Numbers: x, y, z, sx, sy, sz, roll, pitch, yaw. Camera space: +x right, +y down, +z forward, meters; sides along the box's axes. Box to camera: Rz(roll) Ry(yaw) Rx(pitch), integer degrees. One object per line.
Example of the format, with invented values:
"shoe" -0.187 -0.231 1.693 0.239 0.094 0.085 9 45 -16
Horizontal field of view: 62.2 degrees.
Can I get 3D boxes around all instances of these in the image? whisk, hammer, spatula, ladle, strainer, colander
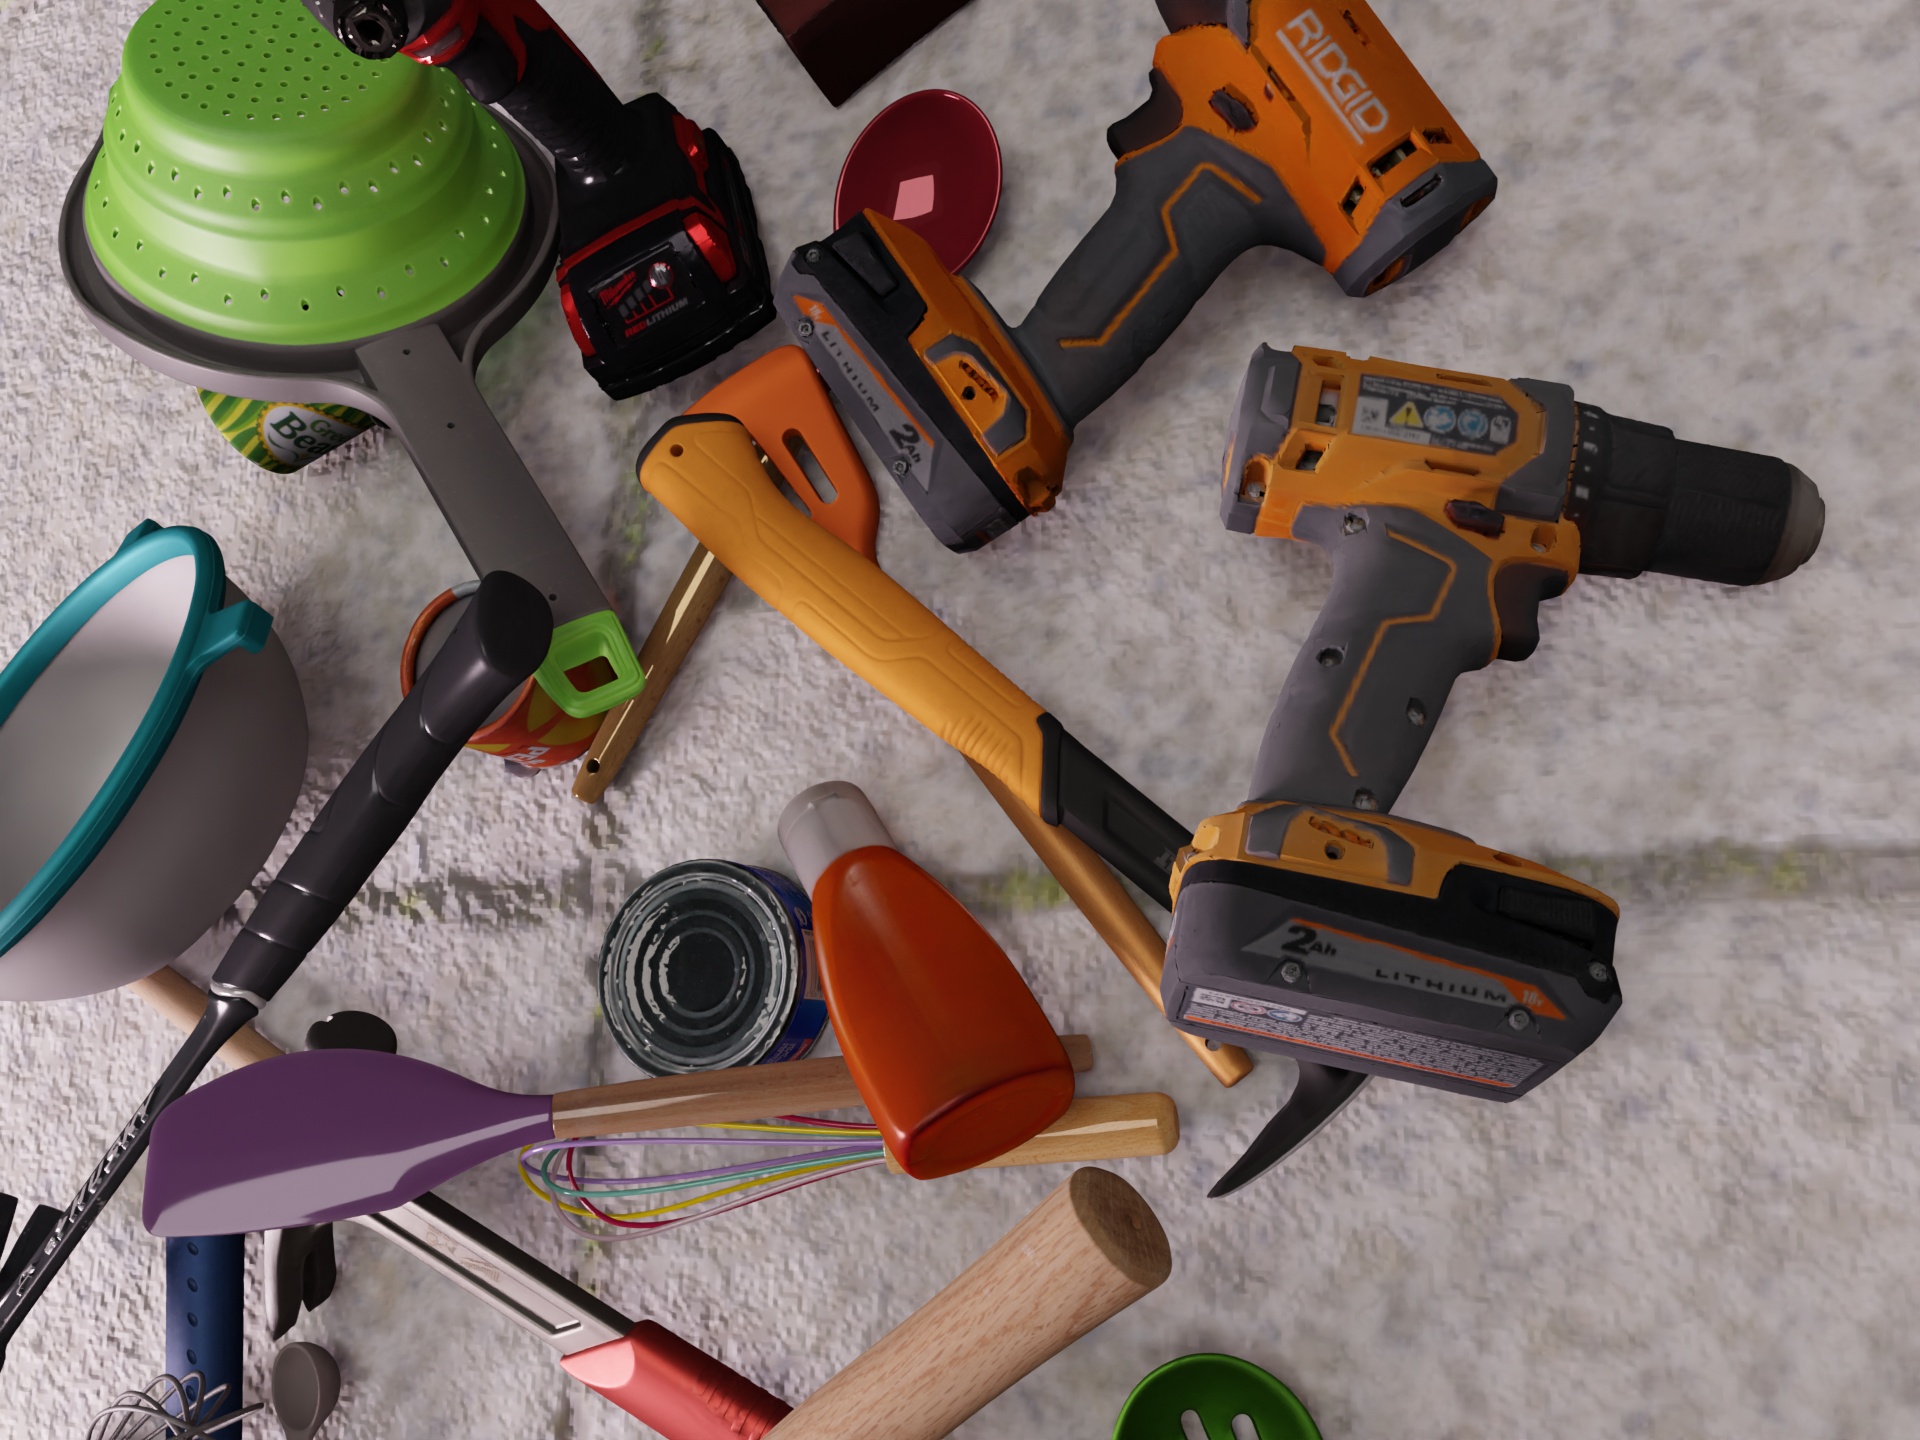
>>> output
"whisk" -0.044 0.153 0.566 0.245 0.051 0.047 -8 95 13
"whisk" -0.315 0.276 0.586 0.239 0.055 0.055 -31 67 41
"hammer" -0.274 0.112 0.587 0.409 0.036 0.149 -51 31 12
"spatula" -0.001 -0.002 0.580 0.081 0.041 0.323 -38 70 -1
"hammer" -0.276 0.354 0.587 0.144 0.035 0.406 -24 66 38
"hammer" -0.053 0.238 0.488 0.130 0.031 0.331 46 118 6
"ladle" -0.074 -0.105 0.636 0.069 0.031 0.315 30 91 16
"strainer" -0.370 0.085 0.642 0.211 0.095 0.340 24 79 49
"colander" -0.226 -0.174 0.617 0.204 0.094 0.397 -26 66 -22
"hammer" -0.095 0.240 0.548 0.359 0.037 0.149 25 117 16
"spatula" -0.111 0.129 0.538 0.316 0.018 0.060 -5 60 -5
"hammer" 0.007 0.008 0.548 0.337 0.034 0.127 40 83 15

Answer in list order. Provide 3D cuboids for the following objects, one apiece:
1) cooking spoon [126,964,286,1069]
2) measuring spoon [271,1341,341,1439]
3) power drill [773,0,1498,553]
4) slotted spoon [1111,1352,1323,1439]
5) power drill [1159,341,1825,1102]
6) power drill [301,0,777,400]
"cooking spoon" -0.373 0.101 0.701 0.319 0.017 0.069 26 87 23
"measuring spoon" -0.249 0.304 0.618 0.034 0.018 0.124 -12 81 36
"power drill" 0.049 -0.182 0.565 0.226 0.084 0.164 -35 86 7
"slotted spoon" 0.127 0.343 0.468 0.070 0.031 0.314 -22 73 -6
"power drill" 0.161 -0.006 0.482 0.185 0.084 0.226 11 66 7
"power drill" -0.158 -0.226 0.576 0.078 0.219 0.143 -25 54 13
